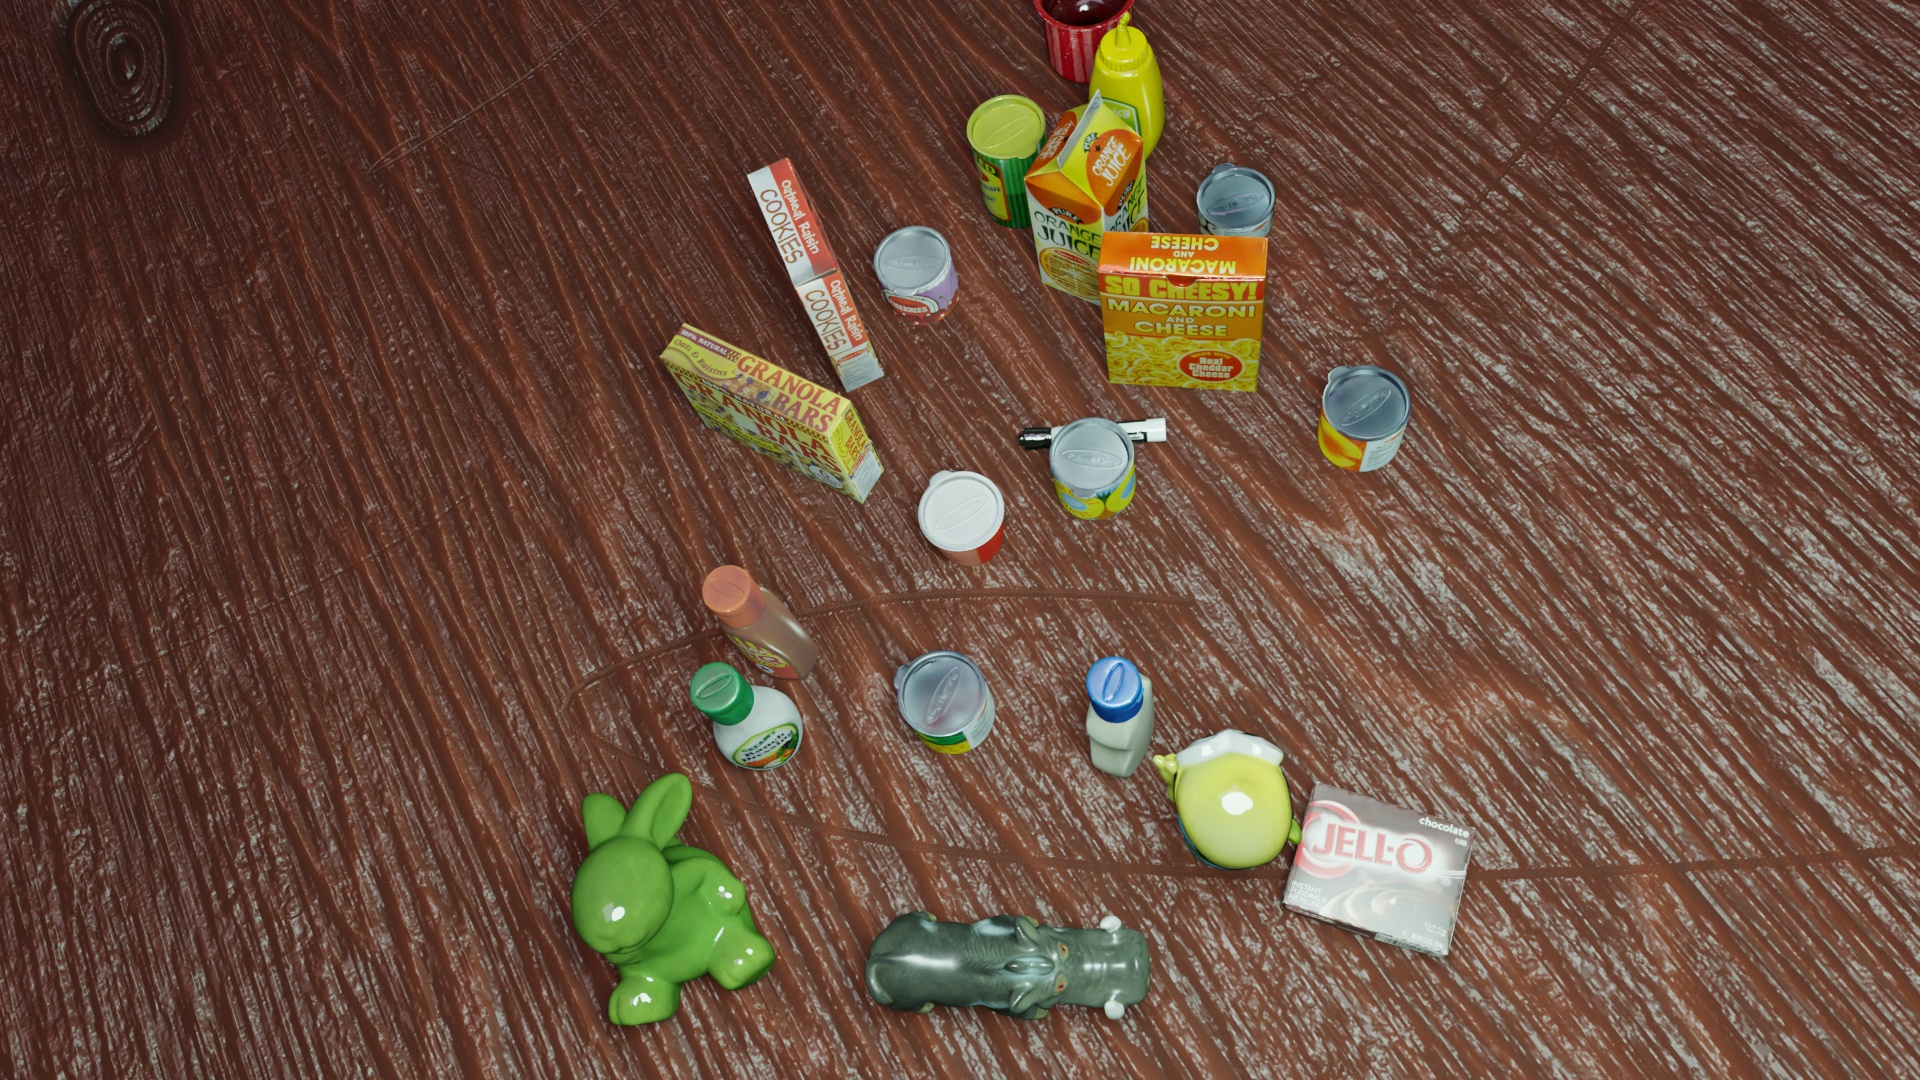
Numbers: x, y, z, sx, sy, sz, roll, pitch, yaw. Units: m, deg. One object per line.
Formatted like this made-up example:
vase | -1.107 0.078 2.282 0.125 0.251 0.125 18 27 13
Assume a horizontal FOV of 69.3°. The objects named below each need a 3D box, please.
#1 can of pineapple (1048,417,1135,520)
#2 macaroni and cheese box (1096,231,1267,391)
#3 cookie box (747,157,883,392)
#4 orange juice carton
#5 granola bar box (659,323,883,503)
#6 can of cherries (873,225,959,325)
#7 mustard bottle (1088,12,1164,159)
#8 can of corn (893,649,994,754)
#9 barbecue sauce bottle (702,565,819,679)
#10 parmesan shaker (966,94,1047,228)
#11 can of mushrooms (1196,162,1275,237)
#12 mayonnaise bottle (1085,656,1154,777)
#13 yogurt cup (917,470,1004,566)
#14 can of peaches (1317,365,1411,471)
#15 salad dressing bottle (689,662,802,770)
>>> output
can of pineapple | 0.105 -0.055 1.105 0.071 0.057 0.071 -3 66 8
macaroni and cheese box | 0.175 -0.175 1.086 0.124 0.166 0.040 5 68 12
cookie box | -0.118 -0.217 1.153 0.040 0.167 0.123 -24 65 -1
orange juice carton | 0.103 -0.276 1.128 0.073 0.192 0.072 25 73 19
granola bar box | -0.151 -0.103 1.132 0.166 0.123 0.039 26 74 19
can of cherries | -0.038 -0.227 1.204 0.071 0.058 0.072 -3 66 8
mustard bottle | 0.140 -0.391 1.190 0.065 0.159 0.049 19 72 17
can of corn | -0.012 0.122 1.046 0.071 0.058 0.071 -3 66 8
barbecue sauce bottle | -0.154 0.061 1.047 0.065 0.148 0.044 19 71 17
parmesan shaker | 0.047 -0.325 1.208 0.071 0.102 0.071 -4 66 8
can of mushrooms | 0.237 -0.289 1.199 0.071 0.033 0.071 -3 66 8
mayonnaise bottle | 0.111 0.120 0.977 0.041 0.147 0.065 18 71 17
yogurt cup | 0.004 -0.014 1.106 0.072 0.053 0.072 -3 66 8
can of peaches | 0.314 -0.096 1.088 0.071 0.058 0.071 -3 66 8
salad dressing bottle | -0.158 0.129 1.019 0.064 0.147 0.044 -29 65 -3
